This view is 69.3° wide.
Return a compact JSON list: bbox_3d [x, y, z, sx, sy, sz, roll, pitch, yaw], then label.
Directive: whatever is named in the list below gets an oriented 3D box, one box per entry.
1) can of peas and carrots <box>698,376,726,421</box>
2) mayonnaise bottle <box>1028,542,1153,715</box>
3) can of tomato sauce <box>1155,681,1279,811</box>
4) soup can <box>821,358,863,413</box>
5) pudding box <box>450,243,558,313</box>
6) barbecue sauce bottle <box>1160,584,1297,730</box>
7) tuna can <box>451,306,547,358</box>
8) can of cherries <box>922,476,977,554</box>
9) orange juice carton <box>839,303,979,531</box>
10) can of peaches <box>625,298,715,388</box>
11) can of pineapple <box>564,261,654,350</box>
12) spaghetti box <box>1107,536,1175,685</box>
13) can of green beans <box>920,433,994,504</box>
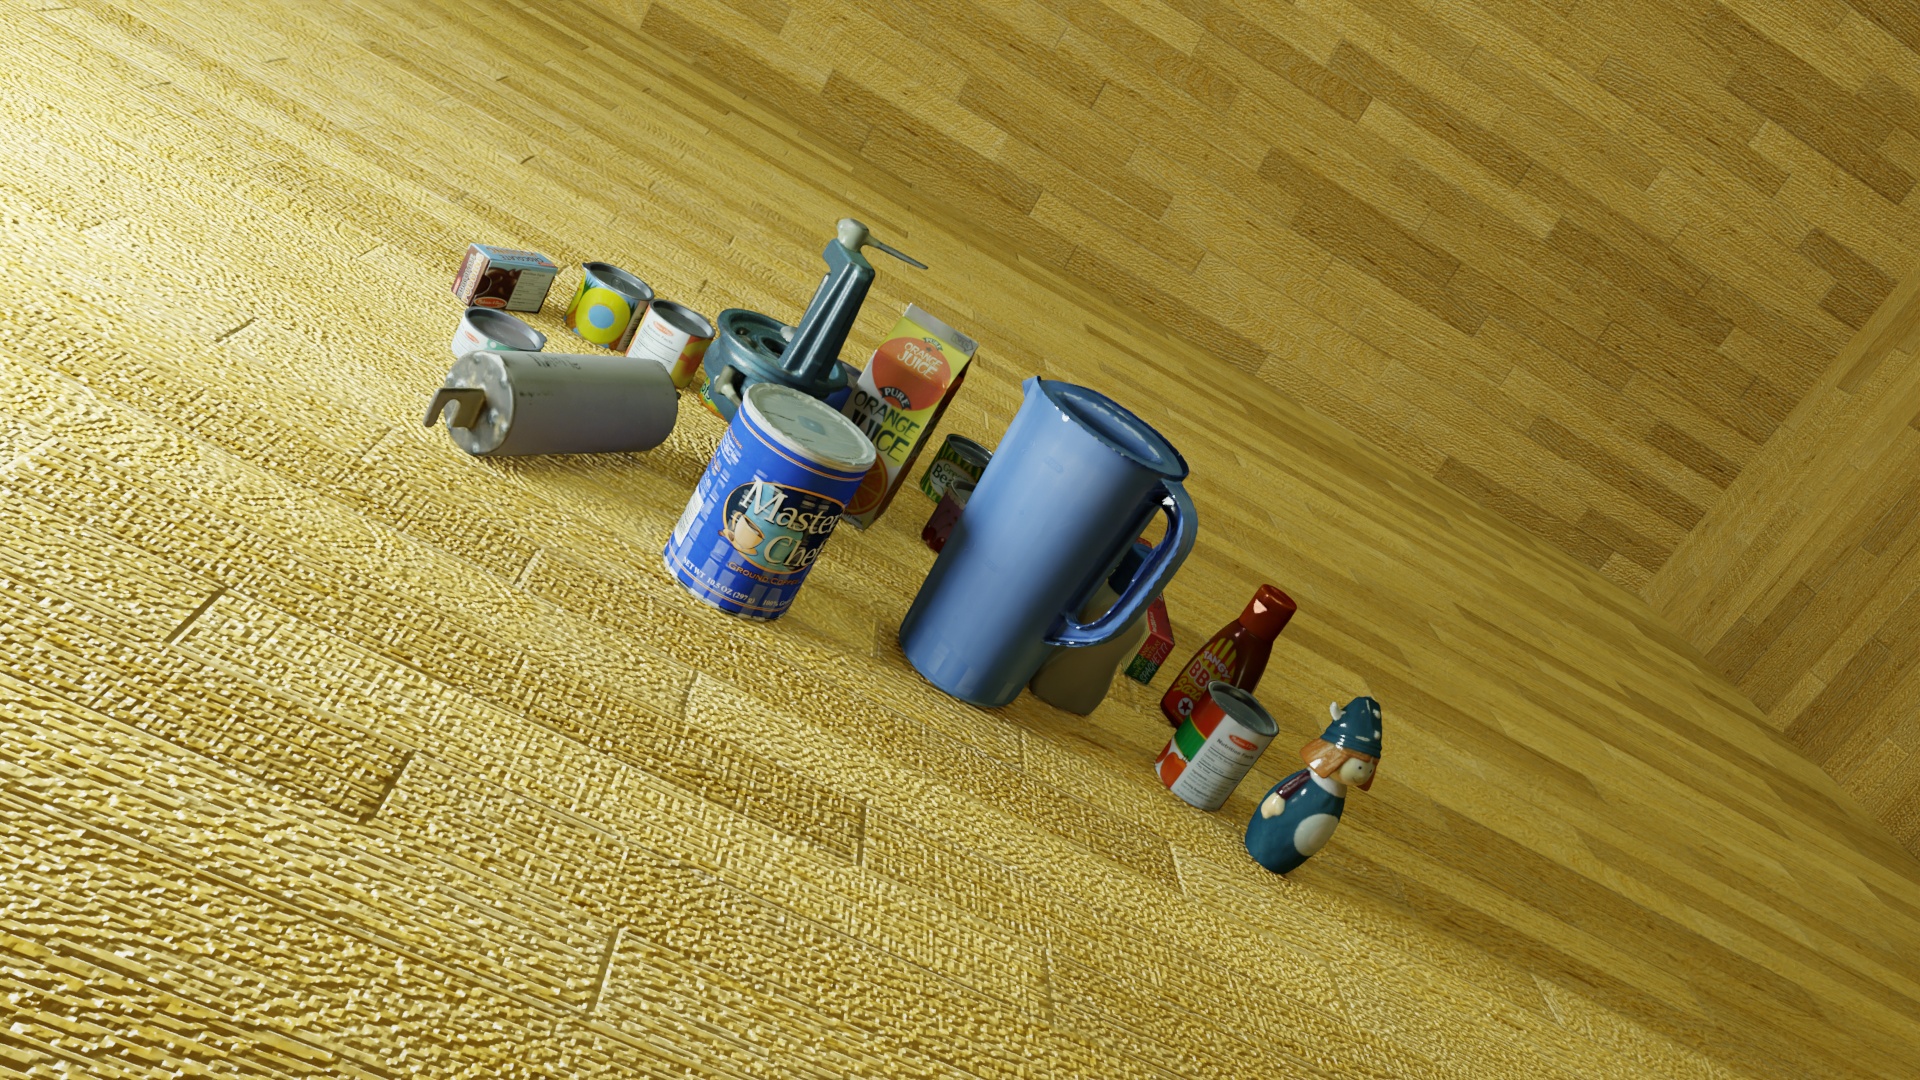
[{"bbox_3d":[-0.206,-0.147,1.297,0.071,0.058,0.071,28,20,-11],"label":"can of peas and carrots"},{"bbox_3d":[0.115,0.071,1.121,0.065,0.147,0.041,25,21,-18],"label":"mayonnaise bottle"},{"bbox_3d":[0.206,0.166,1.124,0.071,0.082,0.071,28,20,-11],"label":"can of tomato sauce"},{"bbox_3d":[-0.123,-0.122,1.321,0.071,0.083,0.071,28,20,-11],"label":"soup can"},{"bbox_3d":[-0.401,-0.231,1.226,0.030,0.049,0.084,39,21,20],"label":"pudding box"},{"bbox_3d":[0.237,0.106,1.210,0.044,0.148,0.065,12,28,-43],"label":"barbecue sauce bottle"},{"bbox_3d":[-0.372,-0.158,1.123,0.071,0.032,0.071,27,21,-11],"label":"tuna can"},{"bbox_3d":[0.005,-0.016,1.294,0.071,0.058,0.072,28,20,-11],"label":"can of cherries"},{"bbox_3d":[-0.060,-0.111,1.226,0.072,0.192,0.073,33,20,3],"label":"orange juice carton"},{"bbox_3d":[-0.269,-0.183,1.292,0.071,0.058,0.071,28,20,-11],"label":"can of peaches"},{"bbox_3d":[-0.328,-0.218,1.290,0.071,0.057,0.071,28,20,-11],"label":"can of pineapple"},{"bbox_3d":[0.175,0.061,1.369,0.028,0.050,0.251,28,20,-9],"label":"spaghetti box"},{"bbox_3d":[0.001,-0.066,1.404,0.071,0.057,0.071,28,20,-11],"label":"can of green beans"}]
